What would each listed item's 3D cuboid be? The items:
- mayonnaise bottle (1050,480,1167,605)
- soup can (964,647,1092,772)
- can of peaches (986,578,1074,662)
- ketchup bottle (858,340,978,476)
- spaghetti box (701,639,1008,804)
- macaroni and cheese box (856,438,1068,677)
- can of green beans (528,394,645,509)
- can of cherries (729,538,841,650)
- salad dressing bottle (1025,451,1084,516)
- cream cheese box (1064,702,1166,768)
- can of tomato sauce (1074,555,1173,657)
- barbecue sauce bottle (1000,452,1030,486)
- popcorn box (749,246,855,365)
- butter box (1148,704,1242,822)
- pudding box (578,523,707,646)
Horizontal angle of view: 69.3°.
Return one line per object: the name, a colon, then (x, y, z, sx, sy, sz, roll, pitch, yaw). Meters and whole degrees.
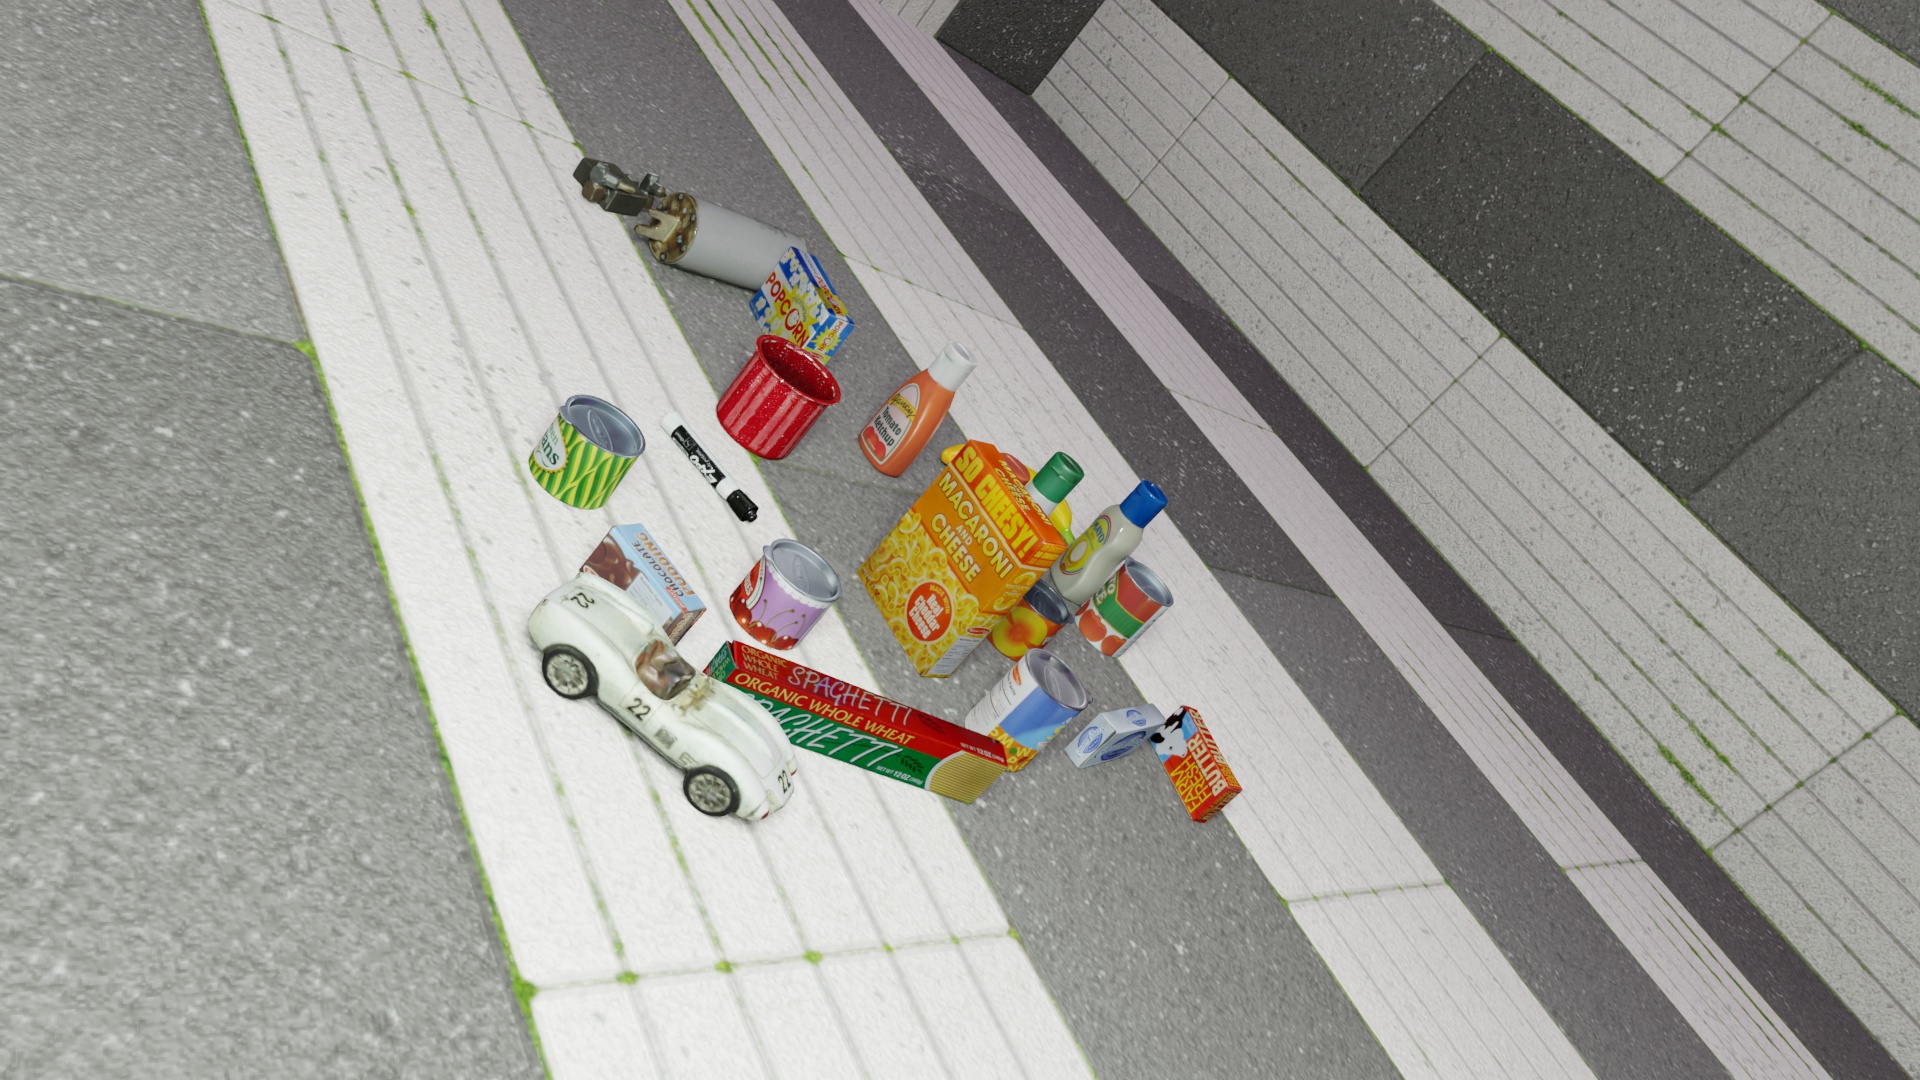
mayonnaise bottle: (0.157, -0.001, 1.472, 0.041, 0.147, 0.065, 27, 27, -30)
soup can: (0.056, 0.142, 1.150, 0.071, 0.083, 0.072, 34, 24, -18)
can of peaches: (0.062, 0.074, 1.309, 0.071, 0.058, 0.071, 34, 24, -17)
ketchup bottle: (-0.041, -0.136, 1.403, 0.043, 0.148, 0.065, 14, 35, -48)
spaghetti box: (-0.074, 0.135, 1.005, 0.250, 0.050, 0.029, 25, 28, -33)
macaroni and cheese box: (-0.001, 0.016, 1.177, 0.040, 0.166, 0.124, 10, 38, -51)
can of green beans: (-0.278, -0.065, 1.032, 0.071, 0.057, 0.071, 34, 24, -17)
can of cherries: (-0.136, 0.040, 1.064, 0.071, 0.058, 0.072, 34, 24, -17)
salad dressing bottle: (0.062, -0.023, 1.366, 0.064, 0.147, 0.044, 50, 25, 20)
cream cheese box: (0.141, 0.176, 1.259, 0.024, 0.053, 0.104, 52, 25, 23)
can of tomato sauce: (0.169, 0.070, 1.448, 0.071, 0.082, 0.071, 34, 24, -18)
barbecue sauce bottle: (0.005, -0.016, 1.264, 0.065, 0.148, 0.044, 51, 25, 21)
popcorn box: (-0.169, -0.239, 1.465, 0.038, 0.085, 0.127, 17, 33, -44)
butter box: (0.222, 0.212, 1.321, 0.024, 0.053, 0.104, 22, 30, -39)
pudding box: (-0.220, 0.033, 0.959, 0.084, 0.049, 0.030, 49, 24, 16)
